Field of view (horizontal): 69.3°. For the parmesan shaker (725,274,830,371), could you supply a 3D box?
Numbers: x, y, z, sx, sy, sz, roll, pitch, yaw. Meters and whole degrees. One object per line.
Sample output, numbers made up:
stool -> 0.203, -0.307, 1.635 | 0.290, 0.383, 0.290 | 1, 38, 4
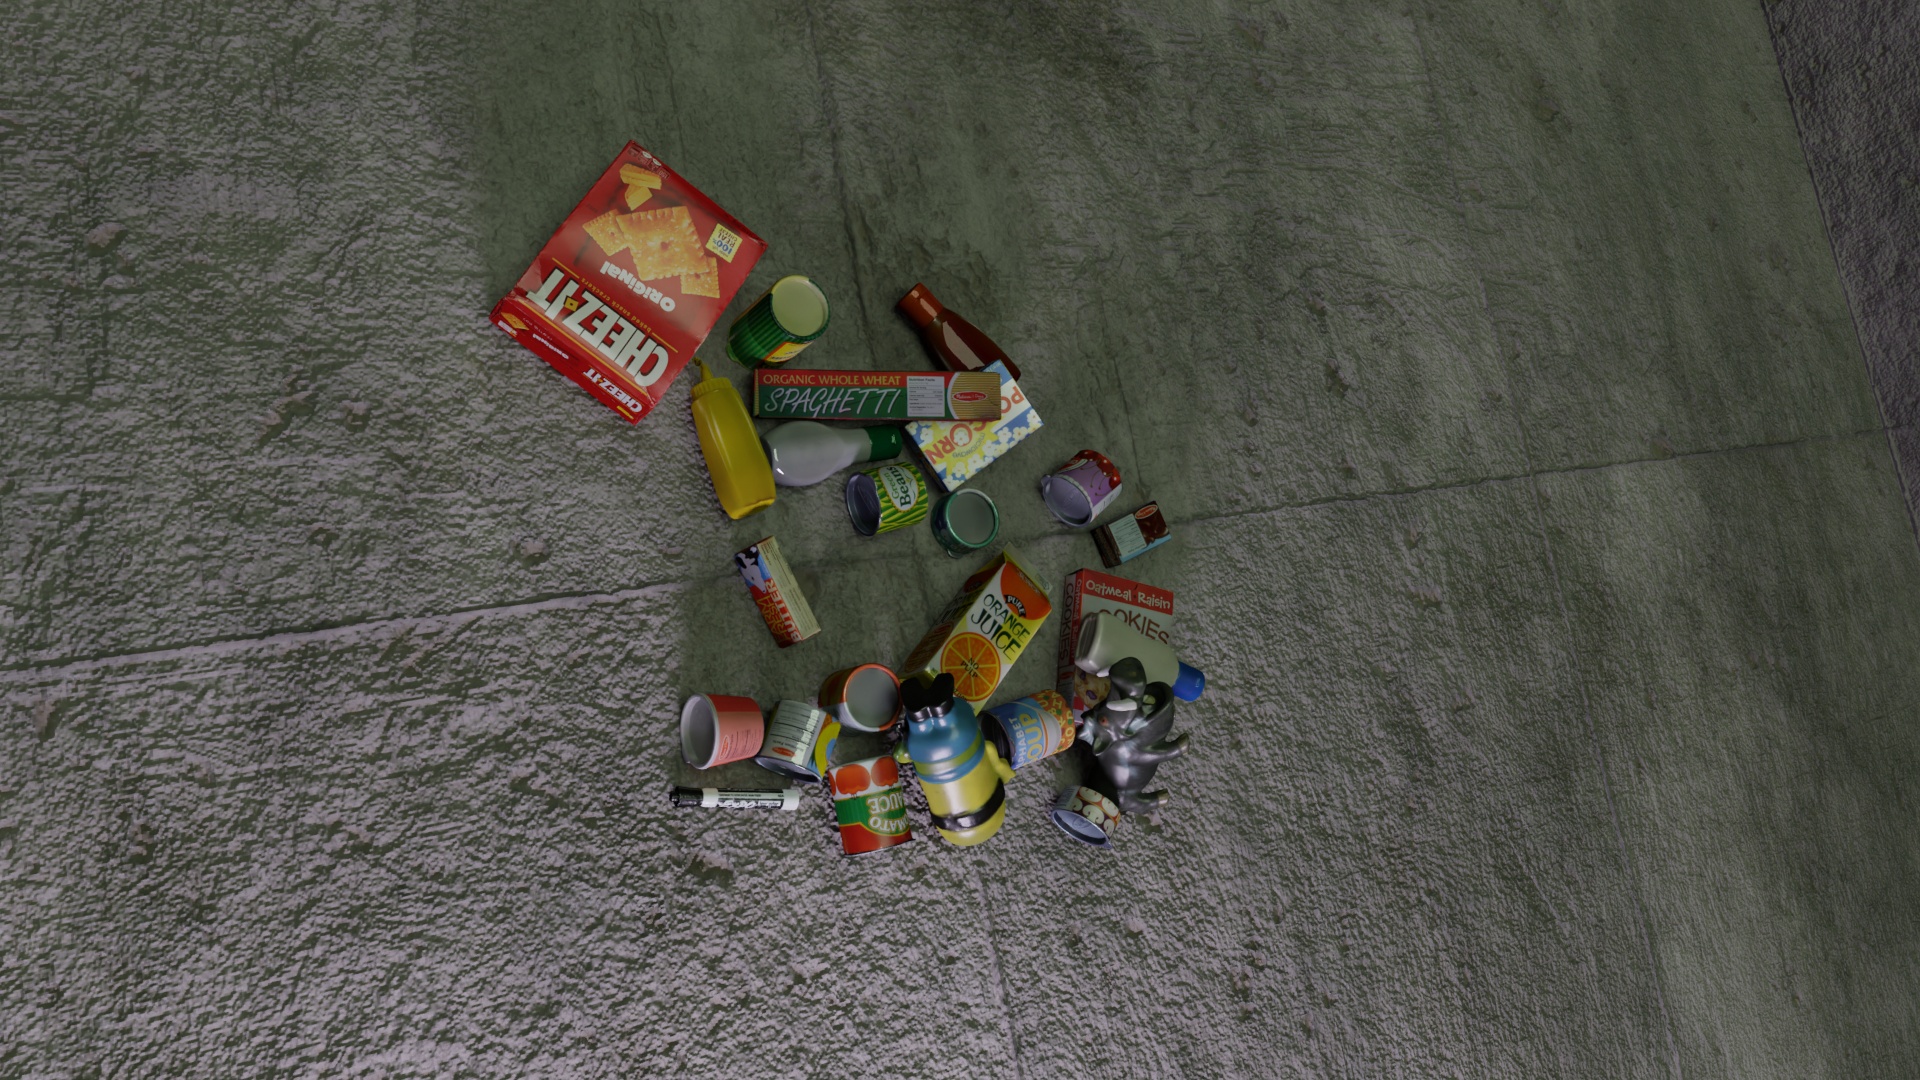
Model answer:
parmesan shaker -> -0.178, -0.207, 1.346 | 0.071, 0.103, 0.071 | 8, 75, -29

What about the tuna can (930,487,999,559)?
tuna can -> 0.005, -0.018, 1.448 | 0.071, 0.032, 0.071 | 8, 74, -29

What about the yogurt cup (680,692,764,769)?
yogurt cup -> -0.214, 0.170, 1.256 | 0.054, 0.072, 0.072 | 1, 77, -38

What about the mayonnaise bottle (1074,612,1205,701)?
mayonnaise bottle -> 0.191, 0.129, 1.469 | 0.148, 0.041, 0.065 | 25, 69, -24

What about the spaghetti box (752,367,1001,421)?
spaghetti box -> -0.083, -0.145, 1.387 | 0.250, 0.028, 0.050 | -1, 90, -14

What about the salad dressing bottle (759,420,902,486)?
salad dressing bottle -> -0.129, -0.090, 1.382 | 0.148, 0.044, 0.064 | -10, 89, -33

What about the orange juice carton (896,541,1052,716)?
orange juice carton -> 0.023, 0.090, 1.408 | 0.071, 0.073, 0.193 | 46, 60, -13

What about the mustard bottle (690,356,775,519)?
mustard bottle -> -0.222, -0.103, 1.319 | 0.049, 0.065, 0.160 | -17, 83, -28

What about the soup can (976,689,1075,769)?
soup can -> 0.066, 0.194, 1.409 | 0.084, 0.071, 0.071 | -15, 86, -32

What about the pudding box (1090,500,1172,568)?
pudding box -> 0.192, -0.007, 1.557 | 0.084, 0.030, 0.049 | -25, 90, -33

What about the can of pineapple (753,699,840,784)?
can of pineapple -> -0.150, 0.187, 1.288 | 0.071, 0.071, 0.058 | 29, 65, -22

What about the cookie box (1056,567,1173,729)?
cookie box -> 0.168, 0.125, 1.504 | 0.123, 0.040, 0.168 | 15, 71, -26

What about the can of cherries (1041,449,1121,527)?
can of cherries -> 0.132, -0.059, 1.513 | 0.059, 0.071, 0.071 | -41, 100, -31

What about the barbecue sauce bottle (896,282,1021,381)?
barbecue sauce bottle -> -0.005, -0.210, 1.484 | 0.148, 0.043, 0.065 | 46, 67, -12

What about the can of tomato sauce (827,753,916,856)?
can of tomato sauce -> -0.084, 0.248, 1.308 | 0.071, 0.071, 0.083 | -8, 82, -32

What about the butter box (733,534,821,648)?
butter box -> -0.174, 0.050, 1.315 | 0.024, 0.053, 0.103 | -28, 94, -35

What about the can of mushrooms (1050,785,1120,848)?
can of mushrooms -> 0.131, 0.284, 1.426 | 0.071, 0.071, 0.033 | 42, 60, -16

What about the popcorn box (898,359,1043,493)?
popcorn box -> 0.012, -0.119, 1.448 | 0.127, 0.038, 0.085 | -36, 99, -8

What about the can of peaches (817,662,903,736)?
can of peaches -> -0.094, 0.151, 1.333 | 0.071, 0.058, 0.071 | 7, 75, -28

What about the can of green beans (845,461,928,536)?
can of green beans -> -0.073, -0.042, 1.388 | 0.058, 0.071, 0.071 | -15, 86, -32
